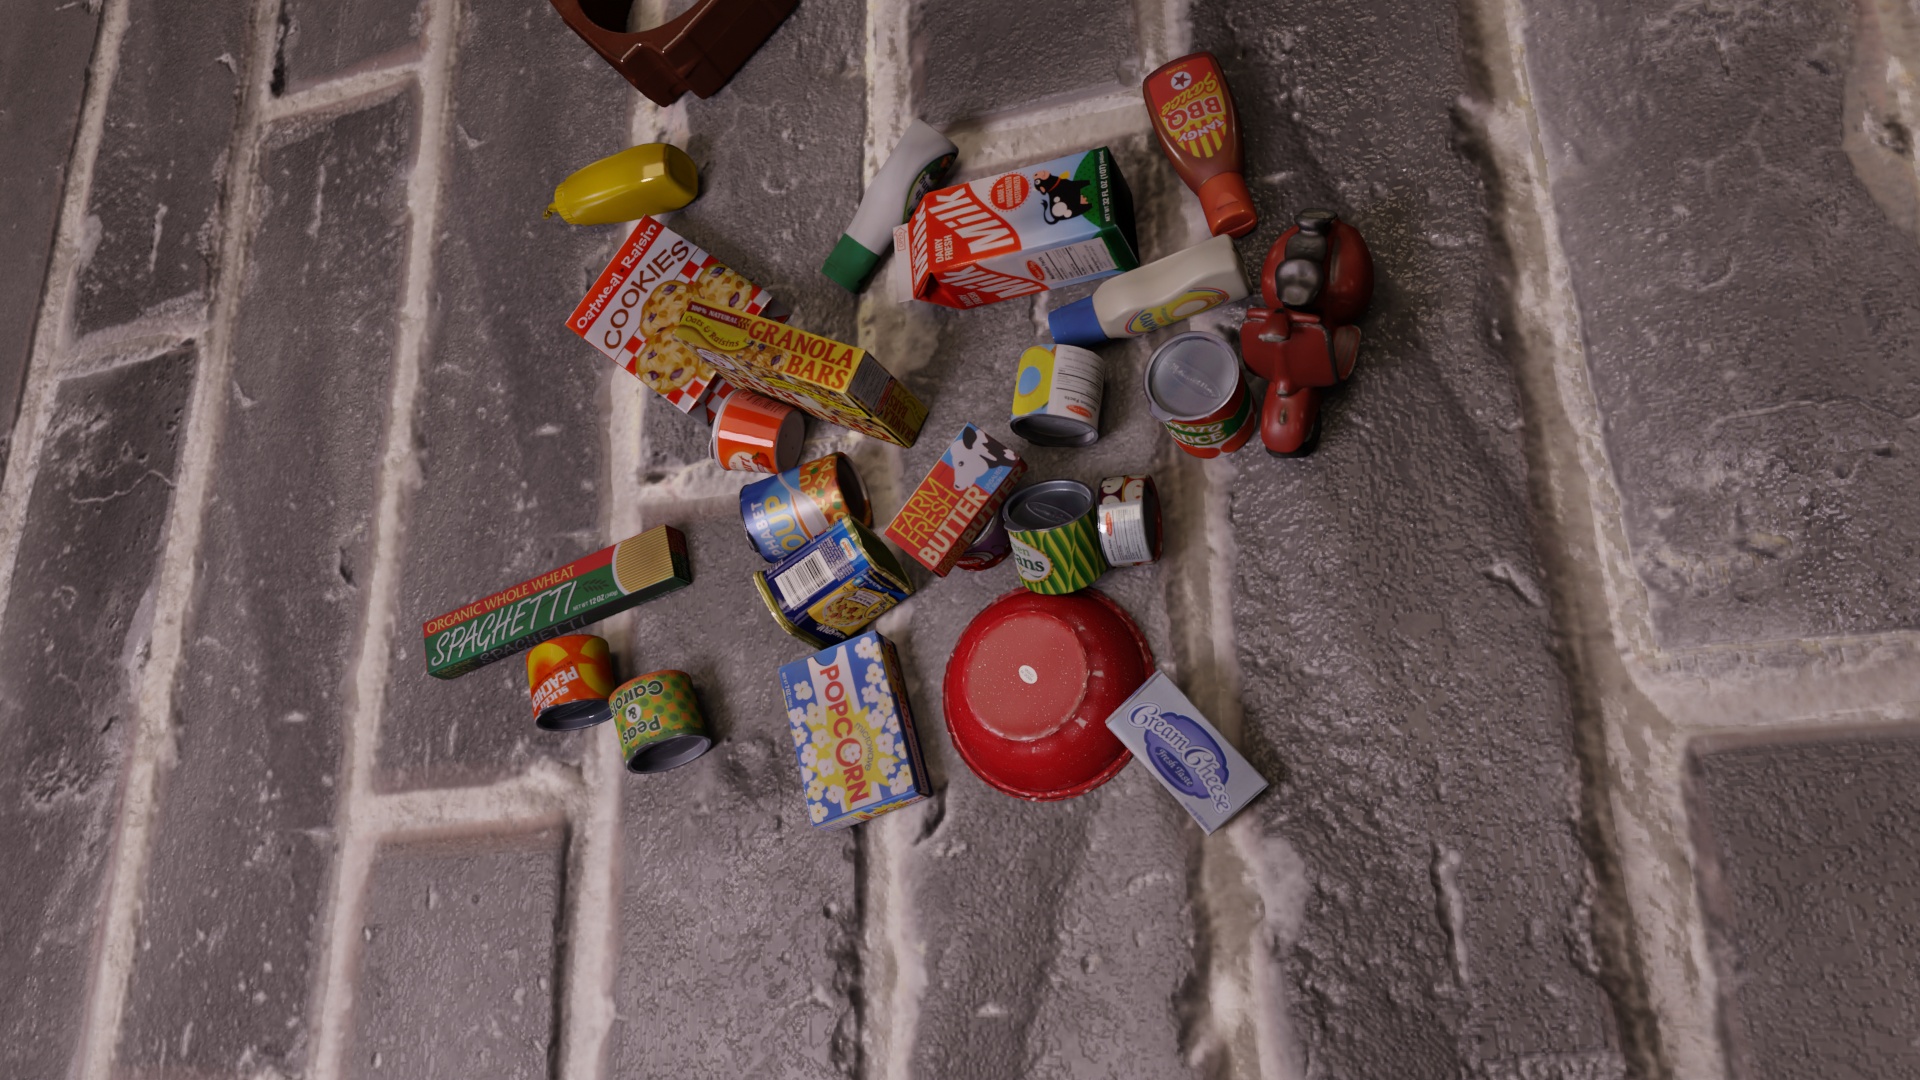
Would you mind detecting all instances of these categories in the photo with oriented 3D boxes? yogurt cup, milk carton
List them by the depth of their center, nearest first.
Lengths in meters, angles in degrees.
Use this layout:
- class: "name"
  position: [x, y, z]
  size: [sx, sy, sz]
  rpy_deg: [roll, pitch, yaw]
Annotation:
- class: "milk carton"
  position: [0.037, -0.238, 1.087]
  size: [0.190, 0.073, 0.072]
  rpy_deg: [-11, 70, 18]
- class: "yogurt cup"
  position: [-0.161, -0.085, 1.122]
  size: [0.054, 0.072, 0.072]
  rpy_deg: [13, 79, 16]

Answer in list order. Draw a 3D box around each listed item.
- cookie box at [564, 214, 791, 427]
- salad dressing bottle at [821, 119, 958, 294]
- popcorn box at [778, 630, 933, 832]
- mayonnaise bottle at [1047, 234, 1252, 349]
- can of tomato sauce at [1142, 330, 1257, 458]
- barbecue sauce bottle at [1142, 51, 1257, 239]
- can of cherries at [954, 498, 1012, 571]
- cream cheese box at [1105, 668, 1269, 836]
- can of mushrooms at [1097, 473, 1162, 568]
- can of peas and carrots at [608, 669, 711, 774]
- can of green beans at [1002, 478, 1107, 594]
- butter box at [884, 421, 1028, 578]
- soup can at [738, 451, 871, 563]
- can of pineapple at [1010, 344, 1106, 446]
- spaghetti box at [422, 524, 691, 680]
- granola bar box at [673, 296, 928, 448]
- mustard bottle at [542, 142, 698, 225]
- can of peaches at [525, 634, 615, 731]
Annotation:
- class: "cookie box"
  position: [-0.246, -0.192, 1.202]
  size: [0.168, 0.040, 0.123]
  rpy_deg: [35, 88, 26]
- class: "salad dressing bottle"
  position: [-0.060, -0.274, 1.147]
  size: [0.044, 0.064, 0.147]
  rpy_deg: [36, 97, 8]
- class: "popcorn box"
  position: [-0.078, 0.142, 1.029]
  size: [0.085, 0.038, 0.127]
  rpy_deg: [-22, 67, 15]
- class: "mayonnaise bottle"
  position: [0.140, -0.180, 1.037]
  size: [0.148, 0.064, 0.041]
  rpy_deg: [-19, 71, 19]
- class: "can of tomato sauce"
  position: [0.171, -0.100, 0.984]
  size: [0.071, 0.083, 0.071]
  rpy_deg: [-6, 71, 20]
- class: "barbecue sauce bottle"
  position: [0.189, -0.301, 1.065]
  size: [0.065, 0.043, 0.149]
  rpy_deg: [-20, 67, 14]
- class: "can of cherries"
  position: [0.004, -0.013, 1.036]
  size: [0.071, 0.058, 0.071]
  rpy_deg: [-6, 71, 19]
- class: "cream cheese box"
  position: [0.150, 0.141, 0.928]
  size: [0.053, 0.024, 0.104]
  rpy_deg: [-43, 85, 2]
- class: "can of mushrooms"
  position: [0.121, -0.015, 0.988]
  size: [0.033, 0.071, 0.071]
  rpy_deg: [-6, 71, 20]
- class: "can of peas and carrots"
  position: [-0.234, 0.140, 1.072]
  size: [0.071, 0.071, 0.059]
  rpy_deg: [-28, 65, 11]
- class: "can of green beans"
  position: [0.068, -0.003, 0.993]
  size: [0.071, 0.057, 0.071]
  rpy_deg: [-11, 31, 7]
- class: "butter box"
  position: [-0.003, -0.029, 0.996]
  size: [0.053, 0.024, 0.103]
  rpy_deg: [36, 87, 27]
- class: "soup can"
  position: [-0.120, -0.024, 1.082]
  size: [0.083, 0.071, 0.071]
  rpy_deg: [-19, 67, 15]
- class: "can of pineapple"
  position: [0.072, -0.107, 1.036]
  size: [0.071, 0.071, 0.058]
  rpy_deg: [2, 74, 22]
- class: "spaghetti box"
  position: [-0.342, 0.054, 1.166]
  size: [0.250, 0.028, 0.050]
  rpy_deg: [-21, 66, 14]
- class: "granola bar box"
  position: [-0.124, -0.129, 1.086]
  size: [0.166, 0.124, 0.039]
  rpy_deg: [20, 82, 26]
- class: "mustard bottle"
  position: [-0.317, -0.317, 1.258]
  size: [0.160, 0.065, 0.049]
  rpy_deg: [-8, 75, 23]
- class: "can of peaches"
  position: [-0.312, 0.114, 1.111]
  size: [0.071, 0.071, 0.058]
  rpy_deg: [-22, 66, 14]
